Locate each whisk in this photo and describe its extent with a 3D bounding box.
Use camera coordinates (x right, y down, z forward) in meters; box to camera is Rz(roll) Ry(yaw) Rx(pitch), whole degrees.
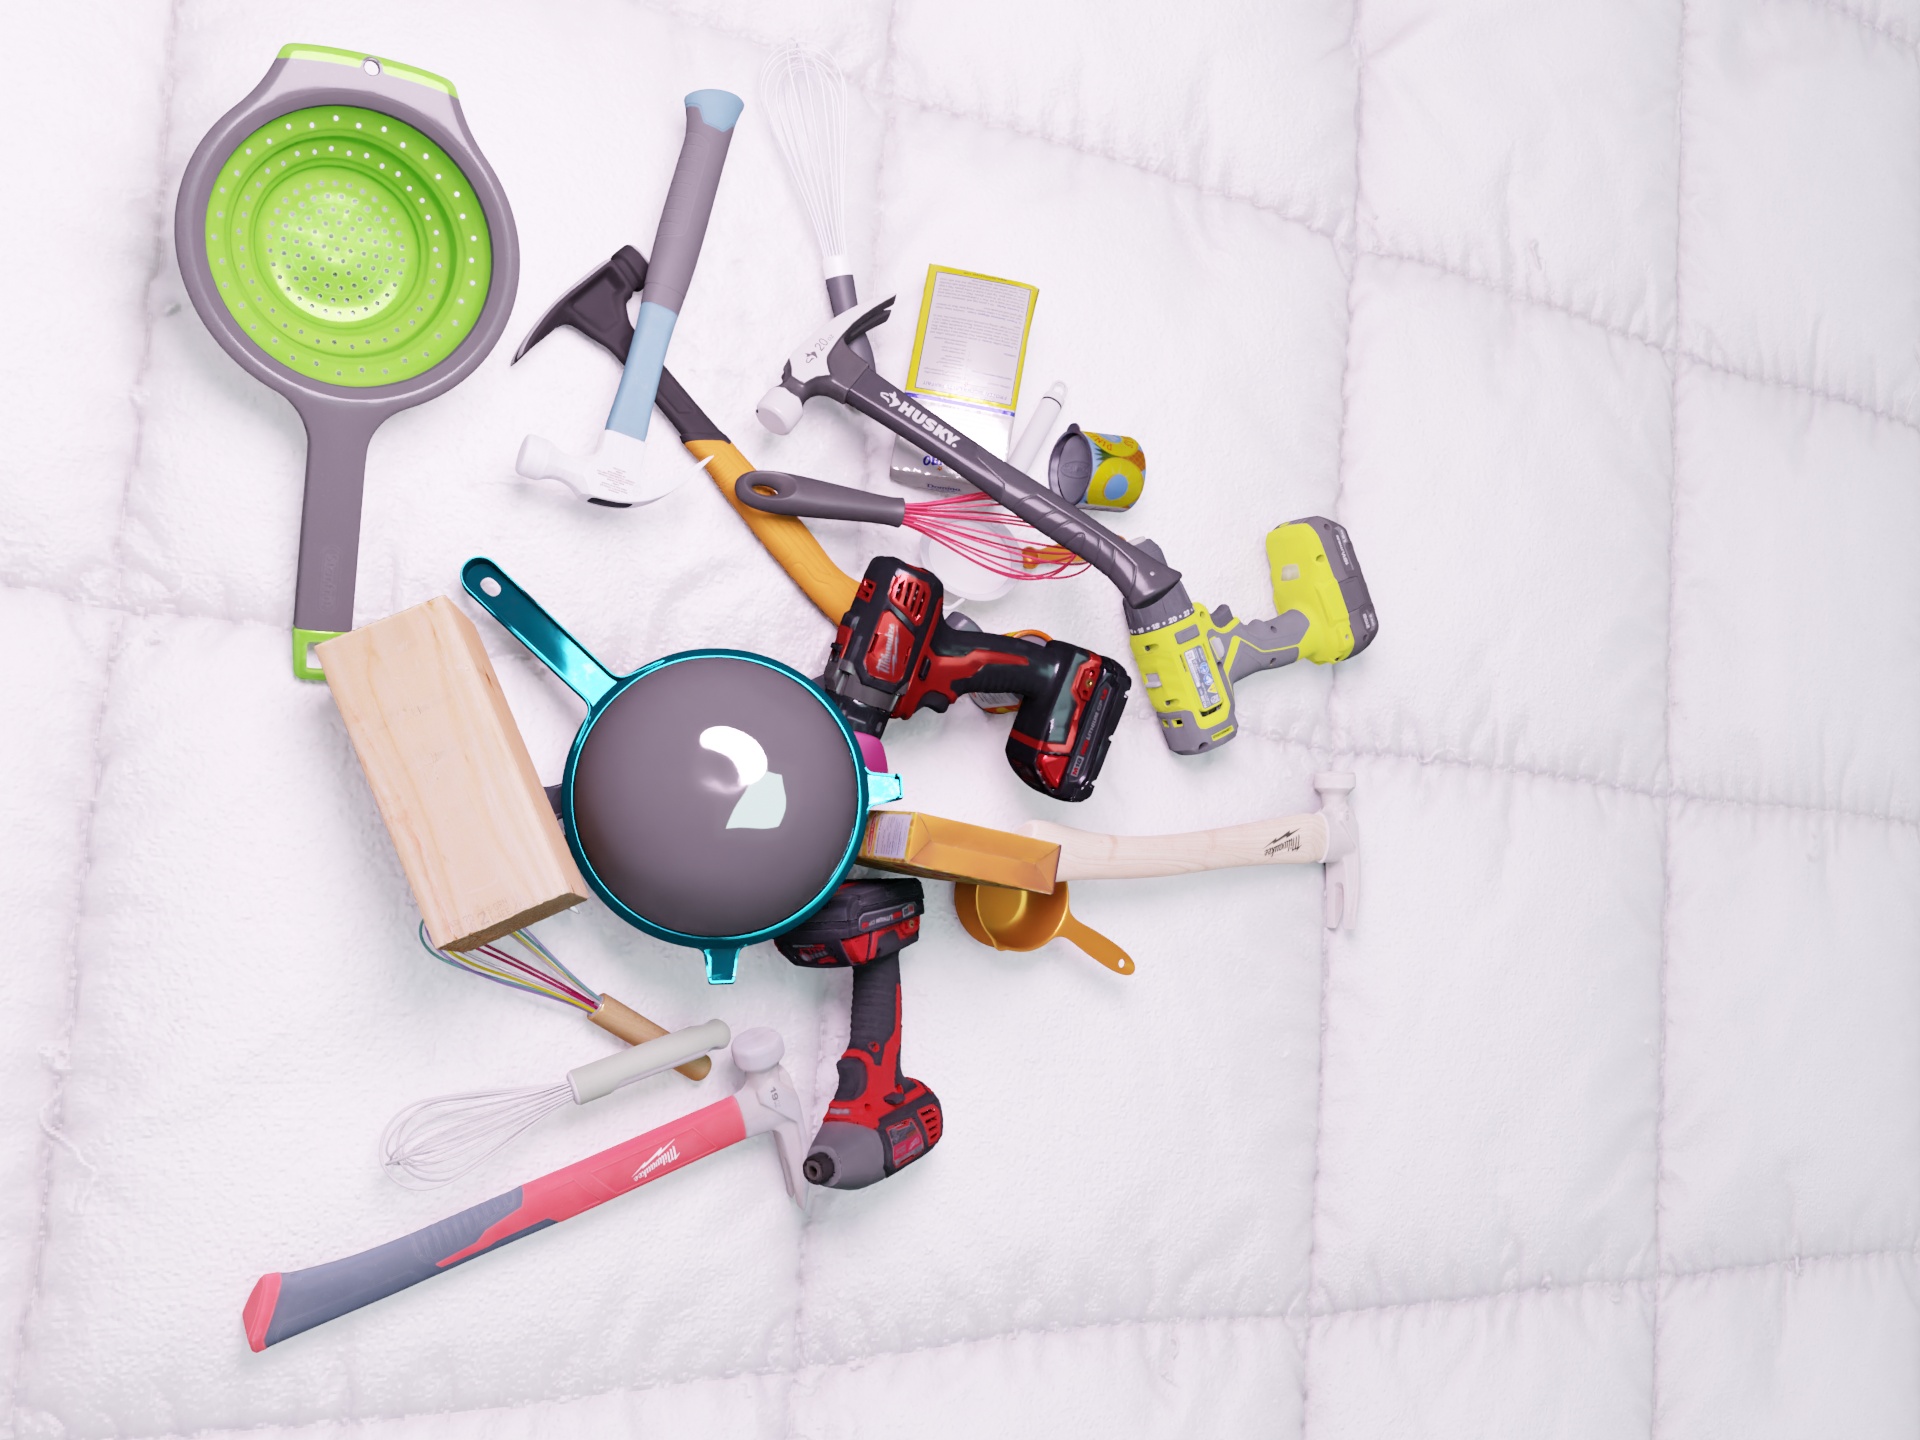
[{"bbox_3d":[-0.273,0.256,1.093,0.246,0.057,0.059,-17,74,-23],"label":"whisk"},{"bbox_3d":[-0.028,-0.156,1.221,0.295,0.073,0.073,7,83,-19],"label":"whisk"},{"bbox_3d":[-0.275,0.193,1.116,0.244,0.047,0.051,38,87,-26],"label":"whisk"},{"bbox_3d":[-0.102,-0.387,1.245,0.070,0.070,0.284,-16,100,-29],"label":"whisk"}]

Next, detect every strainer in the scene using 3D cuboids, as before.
[{"bbox_3d":[-0.208,0.001,1.062,0.340,0.095,0.211,43,75,-1],"label":"strainer"},{"bbox_3d":[0.035,-0.184,1.314,0.087,0.050,0.258,28,66,-2],"label":"strainer"}]

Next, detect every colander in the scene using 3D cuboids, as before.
[{"bbox_3d":[-0.412,-0.227,1.050,0.204,0.095,0.397,3,103,-29],"label":"colander"}]

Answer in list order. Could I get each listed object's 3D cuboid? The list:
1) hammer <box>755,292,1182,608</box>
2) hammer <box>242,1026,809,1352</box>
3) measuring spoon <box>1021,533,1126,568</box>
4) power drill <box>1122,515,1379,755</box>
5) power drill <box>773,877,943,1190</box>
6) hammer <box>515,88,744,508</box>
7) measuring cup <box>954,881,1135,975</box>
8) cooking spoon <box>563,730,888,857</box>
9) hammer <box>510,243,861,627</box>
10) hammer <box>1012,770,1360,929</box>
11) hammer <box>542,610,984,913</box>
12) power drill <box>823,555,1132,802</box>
[{"bbox_3d":[0.022,-0.192,1.201,0.335,0.035,0.146,34,65,0],"label":"hammer"},{"bbox_3d":[-0.286,0.346,1.096,0.386,0.038,0.143,-19,110,-26],"label":"hammer"},{"bbox_3d":[0.096,-0.145,1.365,0.117,0.011,0.021,-13,94,-33],"label":"measuring spoon"},{"bbox_3d":[0.247,-0.097,1.408,0.228,0.080,0.190,-25,99,-25],"label":"power drill"},{"bbox_3d":[-0.077,0.234,1.180,0.143,0.078,0.219,-9,93,-59],"label":"power drill"},{"bbox_3d":[-0.215,-0.309,1.147,0.128,0.033,0.331,19,76,-27],"label":"hammer"},{"bbox_3d":[0.069,0.164,1.305,0.173,0.052,0.095,35,71,-25],"label":"measuring cup"},{"bbox_3d":[-0.202,0.069,1.112,0.319,0.017,0.068,-15,108,-15],"label":"cooking spoon"},{"bbox_3d":[-0.181,-0.187,1.196,0.336,0.034,0.127,49,65,-18],"label":"hammer"},{"bbox_3d":[0.202,0.121,1.357,0.410,0.038,0.146,0,88,-38],"label":"hammer"},{"bbox_3d":[-0.153,0.007,1.183,0.409,0.036,0.149,-22,99,-24],"label":"hammer"},{"bbox_3d":[-0.002,-0.004,1.202,0.226,0.080,0.188,20,92,-25],"label":"power drill"}]
